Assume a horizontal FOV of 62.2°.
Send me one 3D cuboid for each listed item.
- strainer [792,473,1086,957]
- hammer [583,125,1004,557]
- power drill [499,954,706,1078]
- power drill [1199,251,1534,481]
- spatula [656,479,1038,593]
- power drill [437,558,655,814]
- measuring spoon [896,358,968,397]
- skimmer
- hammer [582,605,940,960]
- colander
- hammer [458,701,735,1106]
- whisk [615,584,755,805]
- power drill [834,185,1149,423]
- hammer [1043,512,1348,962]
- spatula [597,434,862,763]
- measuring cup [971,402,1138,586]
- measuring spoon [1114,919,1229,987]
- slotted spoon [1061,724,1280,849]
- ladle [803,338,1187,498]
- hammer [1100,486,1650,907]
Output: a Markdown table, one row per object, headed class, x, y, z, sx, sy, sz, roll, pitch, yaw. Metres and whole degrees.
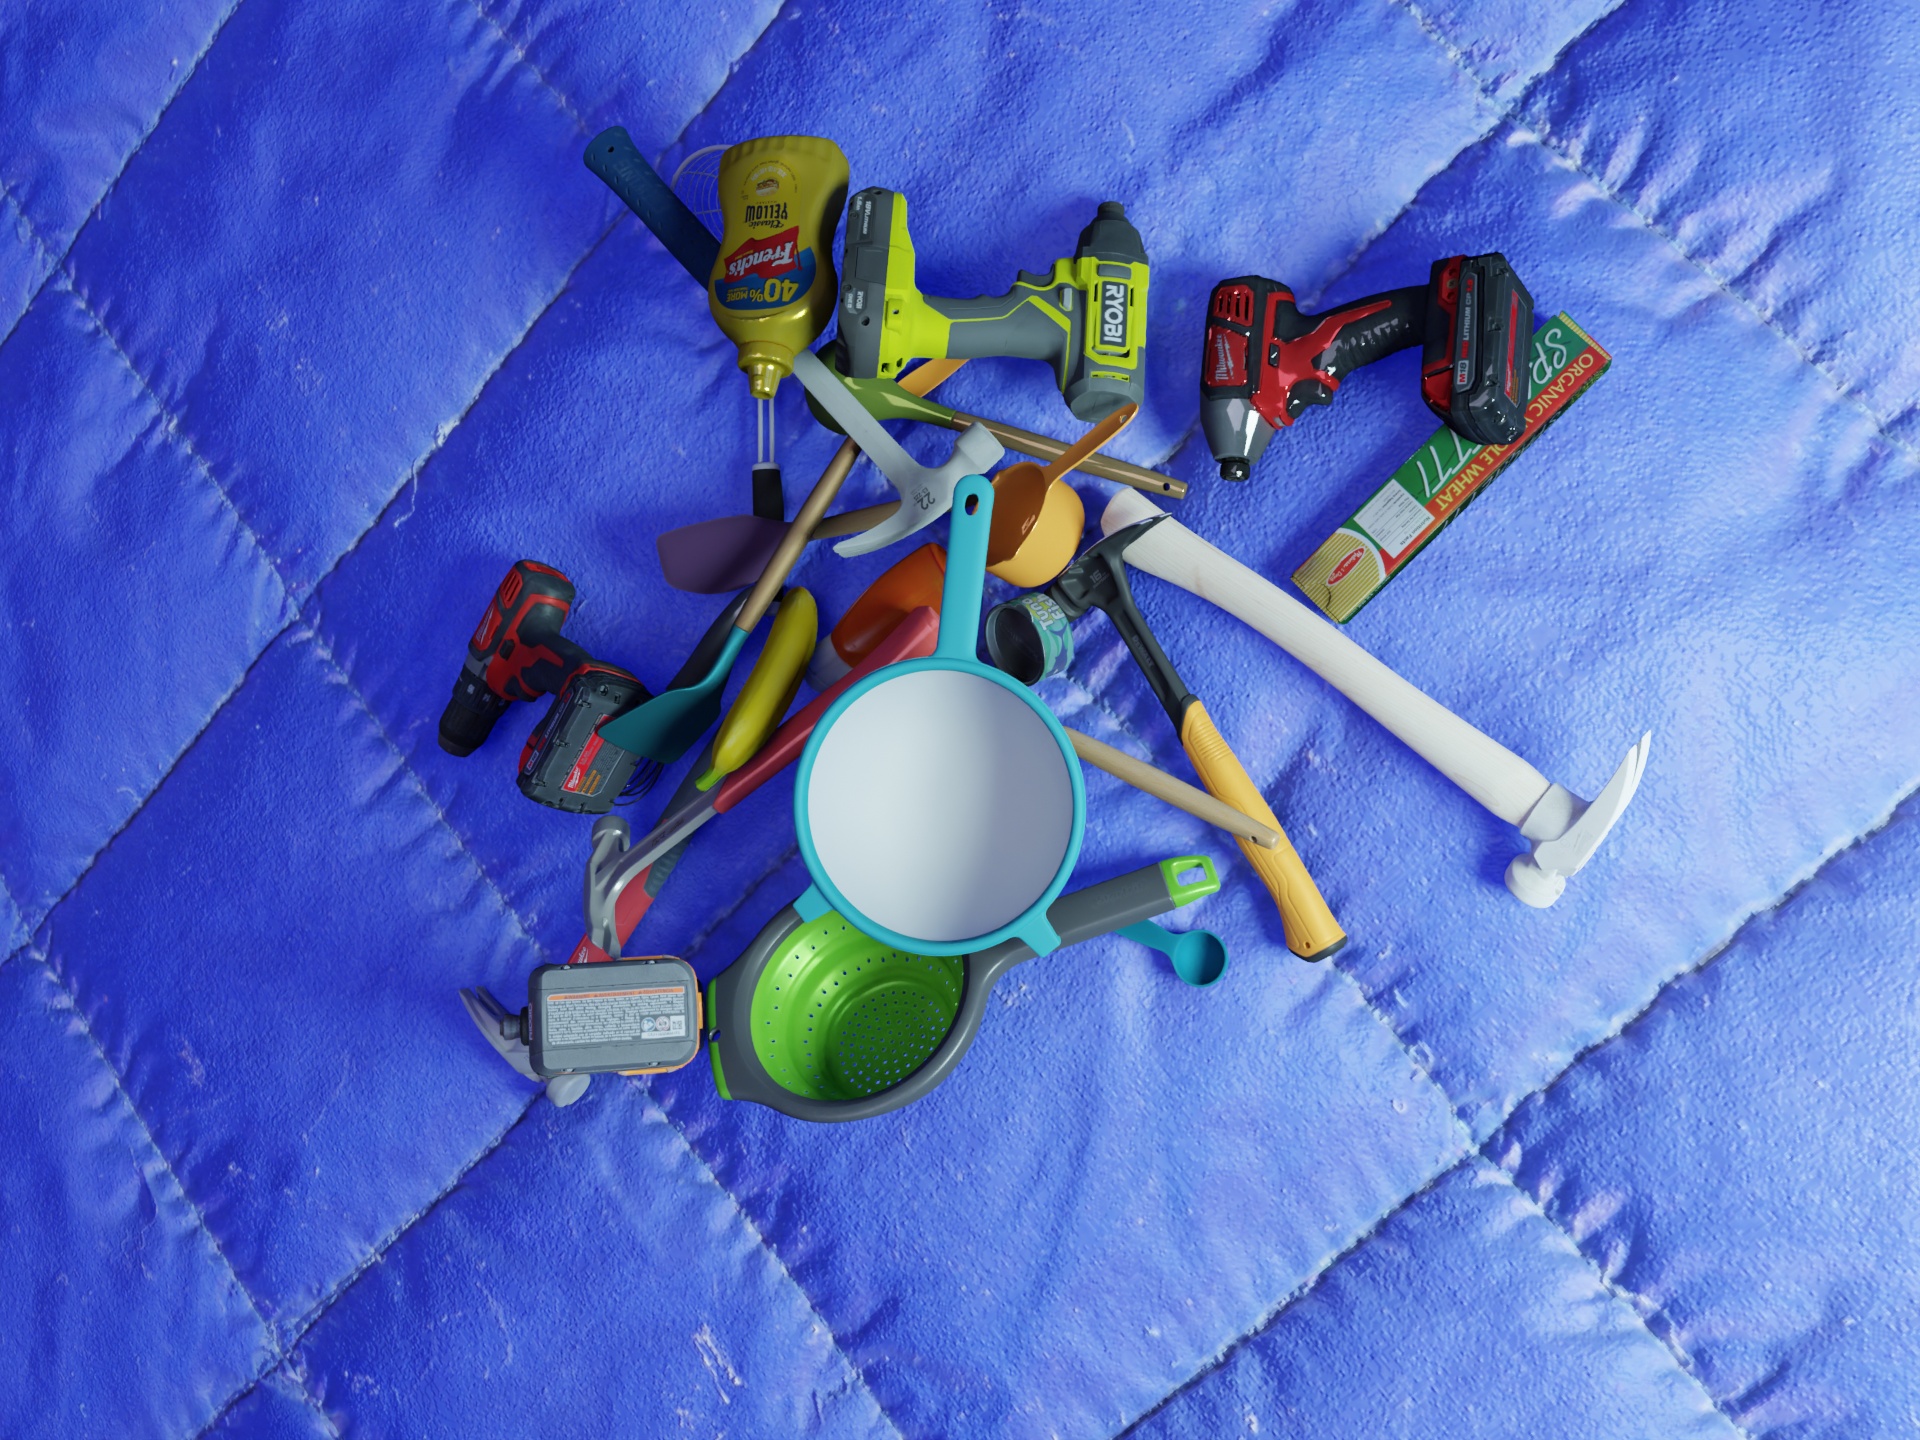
| class | x | y | z | sx | sy | sz | roll | pitch | yaw |
| --- | --- | --- | --- | --- | --- | --- | --- | --- | --- |
| strainer | -0.002 | -0.004 | 1.158 | 0.211 | 0.095 | 0.340 | 7 | 91 | 11 |
| hammer | -0.152 | -0.298 | 1.213 | 0.144 | 0.035 | 0.405 | -43 | 80 | 3 |
| power drill | -0.276 | 0.229 | 1.216 | 0.164 | 0.226 | 0.084 | -2 | 79 | -10 |
| power drill | 0.266 | -0.237 | 1.083 | 0.220 | 0.078 | 0.143 | 3 | 83 | 34 |
| spatula | -0.091 | -0.153 | 1.255 | 0.316 | 0.018 | 0.059 | -11 | 100 | 13 |
| power drill | -0.357 | -0.011 | 1.331 | 0.227 | 0.080 | 0.188 | 43 | 106 | 42 |
| measuring spoon | -0.017 | -0.276 | 1.256 | 0.117 | 0.011 | 0.021 | -30 | 85 | 23 |
| skimmer | -0.172 | -0.267 | 1.275 | 0.127 | 0.090 | 0.363 | -2 | 89 | 22 |
| hammer | -0.150 | 0.036 | 1.220 | 0.359 | 0.036 | 0.149 | -37 | 34 | 13 |
| colander | 0.009 | 0.196 | 1.194 | 0.397 | 0.094 | 0.205 | -20 | 49 | 7 |
| hammer | -0.287 | 0.136 | 1.349 | 0.143 | 0.038 | 0.386 | 39 | 104 | 20 |
| whisk | -0.230 | -0.019 | 1.311 | 0.055 | 0.055 | 0.239 | 47 | 110 | 16 |
| power drill | 0.025 | -0.312 | 1.157 | 0.223 | 0.080 | 0.171 | 5 | 71 | -5 |
| hammer | 0.181 | 0.017 | 1.136 | 0.127 | 0.034 | 0.337 | -40 | 77 | 49 |
| spatula | -0.164 | -0.099 | 1.238 | 0.044 | 0.082 | 0.317 | 36 | 95 | 43 |
| measuring cup | 0.080 | -0.165 | 1.165 | 0.173 | 0.052 | 0.095 | -38 | 41 | 30 |
| measuring spoon | 0.143 | 0.159 | 1.182 | 0.129 | 0.021 | 0.042 | 24 | 93 | 30 |
| slotted spoon | 0.094 | 0.022 | 1.167 | 0.314 | 0.031 | 0.070 | 27 | 141 | 29 |
| ladle | 0.023 | -0.223 | 1.222 | 0.320 | 0.062 | 0.078 | 20 | 106 | 14 |
| hammer | 0.264 | -0.047 | 1.092 | 0.411 | 0.038 | 0.146 | 39 | 137 | 22 |
